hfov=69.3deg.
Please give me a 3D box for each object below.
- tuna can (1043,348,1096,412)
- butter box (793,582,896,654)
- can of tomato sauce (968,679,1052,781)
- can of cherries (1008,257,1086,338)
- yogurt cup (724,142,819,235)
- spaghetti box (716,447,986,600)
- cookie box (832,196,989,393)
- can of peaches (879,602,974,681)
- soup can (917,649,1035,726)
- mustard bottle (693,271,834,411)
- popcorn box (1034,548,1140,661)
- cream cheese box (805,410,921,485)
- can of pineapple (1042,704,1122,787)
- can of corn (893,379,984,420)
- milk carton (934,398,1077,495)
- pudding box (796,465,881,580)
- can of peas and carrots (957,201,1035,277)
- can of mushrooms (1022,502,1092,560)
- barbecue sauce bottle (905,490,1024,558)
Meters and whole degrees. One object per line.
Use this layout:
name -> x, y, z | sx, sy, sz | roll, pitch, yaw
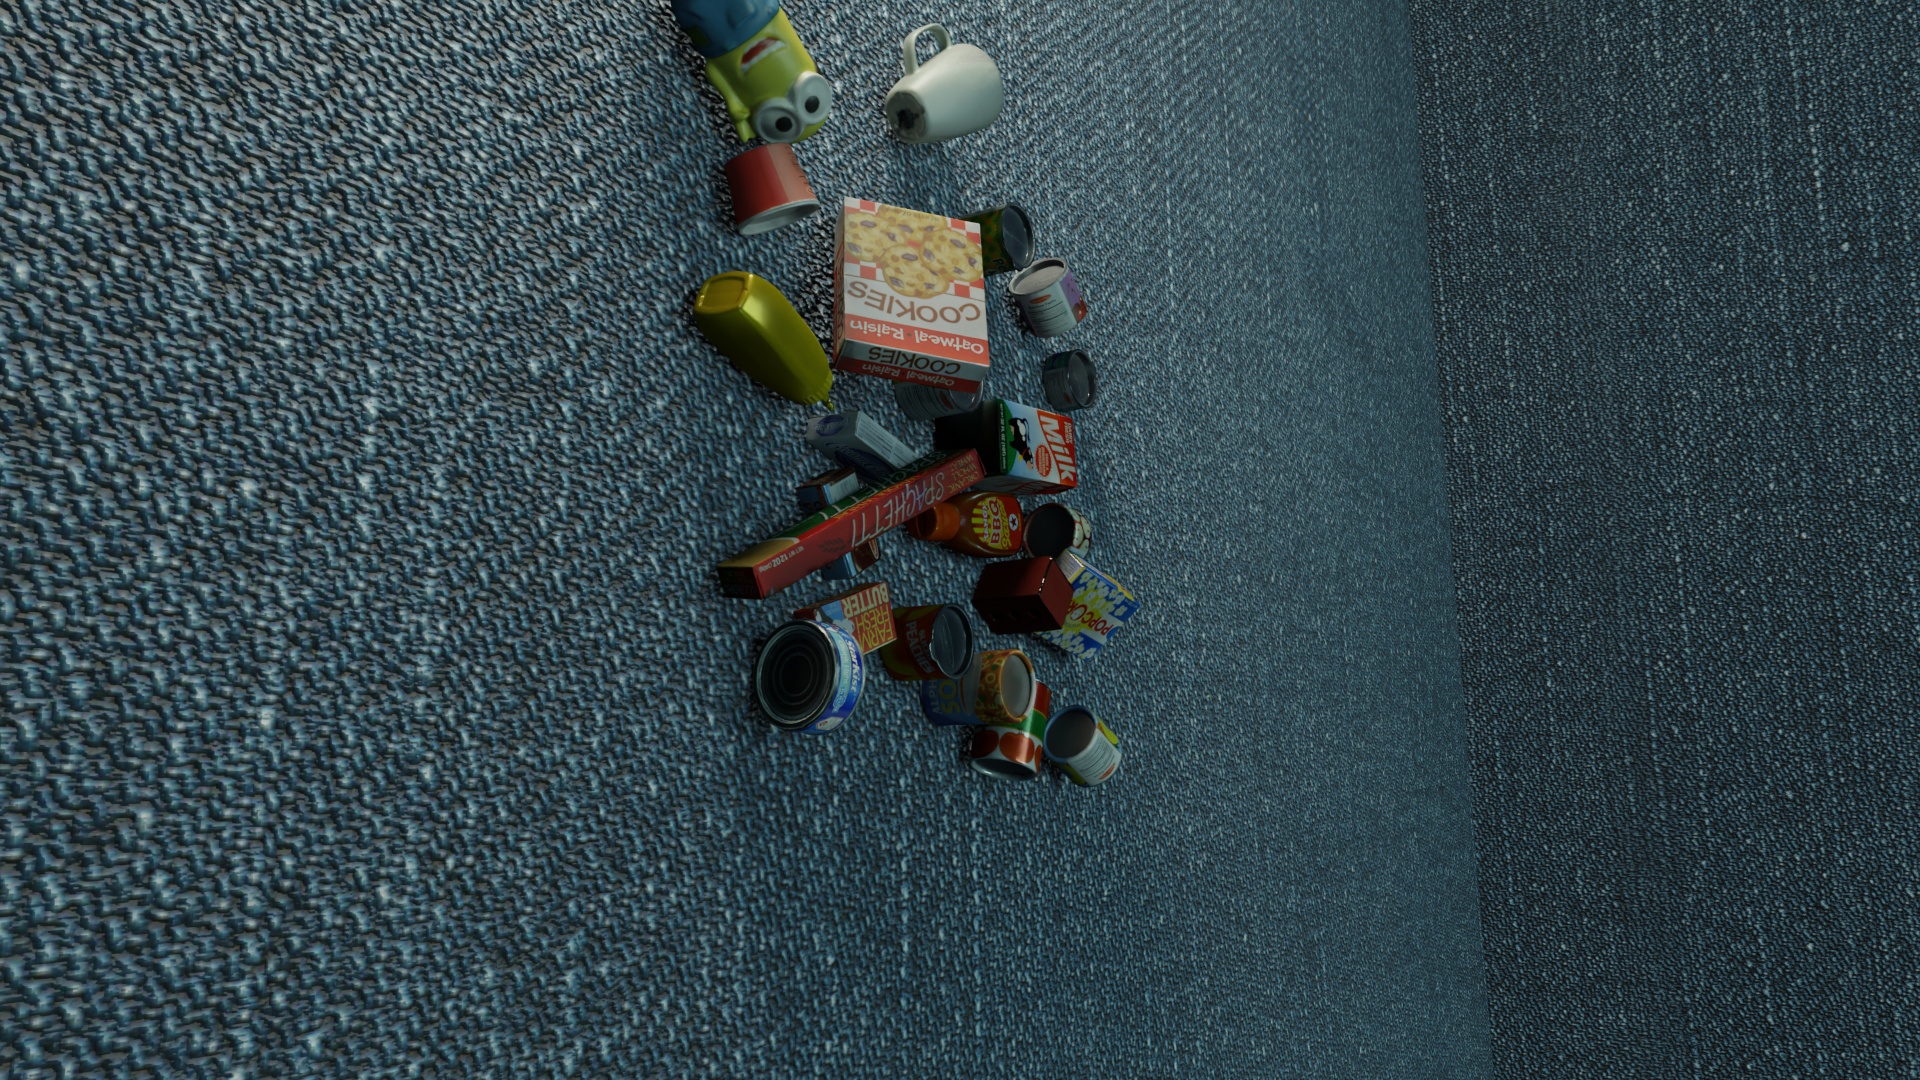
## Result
tuna can -> 0.121, -0.175, 1.518 | 0.071, 0.033, 0.071 | 17, 70, -55
butter box -> -0.093, 0.070, 1.139 | 0.104, 0.024, 0.053 | -22, 103, -57
can of tomato sauce -> 0.045, 0.174, 1.297 | 0.071, 0.071, 0.083 | 42, 51, -46
can of cherries -> 0.093, -0.256, 1.461 | 0.058, 0.071, 0.072 | 59, 39, -33
yogurt cup -> -0.150, -0.276, 1.086 | 0.073, 0.072, 0.054 | -25, 97, -57
spaghetti box -> -0.080, -0.017, 1.096 | 0.251, 0.050, 0.028 | -31, 111, -39
cookie box -> -0.043, -0.206, 1.163 | 0.123, 0.040, 0.168 | 8, 54, -16
can of peaches -> -0.030, 0.089, 1.203 | 0.071, 0.058, 0.071 | 15, 72, -56
soup can -> 0.014, 0.131, 1.240 | 0.071, 0.083, 0.071 | 17, 70, -55
mustard bottle -> -0.141, -0.146, 1.078 | 0.160, 0.065, 0.049 | 46, 52, -53
popcorn box -> 0.118, 0.067, 1.416 | 0.126, 0.085, 0.038 | 31, 13, -51
cream cheese box -> -0.077, -0.074, 1.167 | 0.103, 0.053, 0.024 | 36, 57, -49
can of pineapple -> 0.122, 0.208, 1.412 | 0.057, 0.071, 0.071 | 49, 45, -42
can of corn -> -0.019, -0.147, 1.269 | 0.071, 0.058, 0.071 | 17, 69, -55
milk carton -> 0.056, -0.087, 1.361 | 0.191, 0.073, 0.072 | 8, 78, -57
pudding box -> -0.099, -0.013, 1.141 | 0.050, 0.030, 0.083 | -38, 115, -55
can of peas and carrots -> 0.034, -0.296, 1.383 | 0.071, 0.058, 0.071 | 15, 72, -56
can of mushrooms -> 0.097, -0.006, 1.417 | 0.033, 0.071, 0.071 | 21, 67, -54
barbecue sauce bottle -> 0.005, -0.016, 1.293 | 0.149, 0.043, 0.065 | 3, 82, -57
